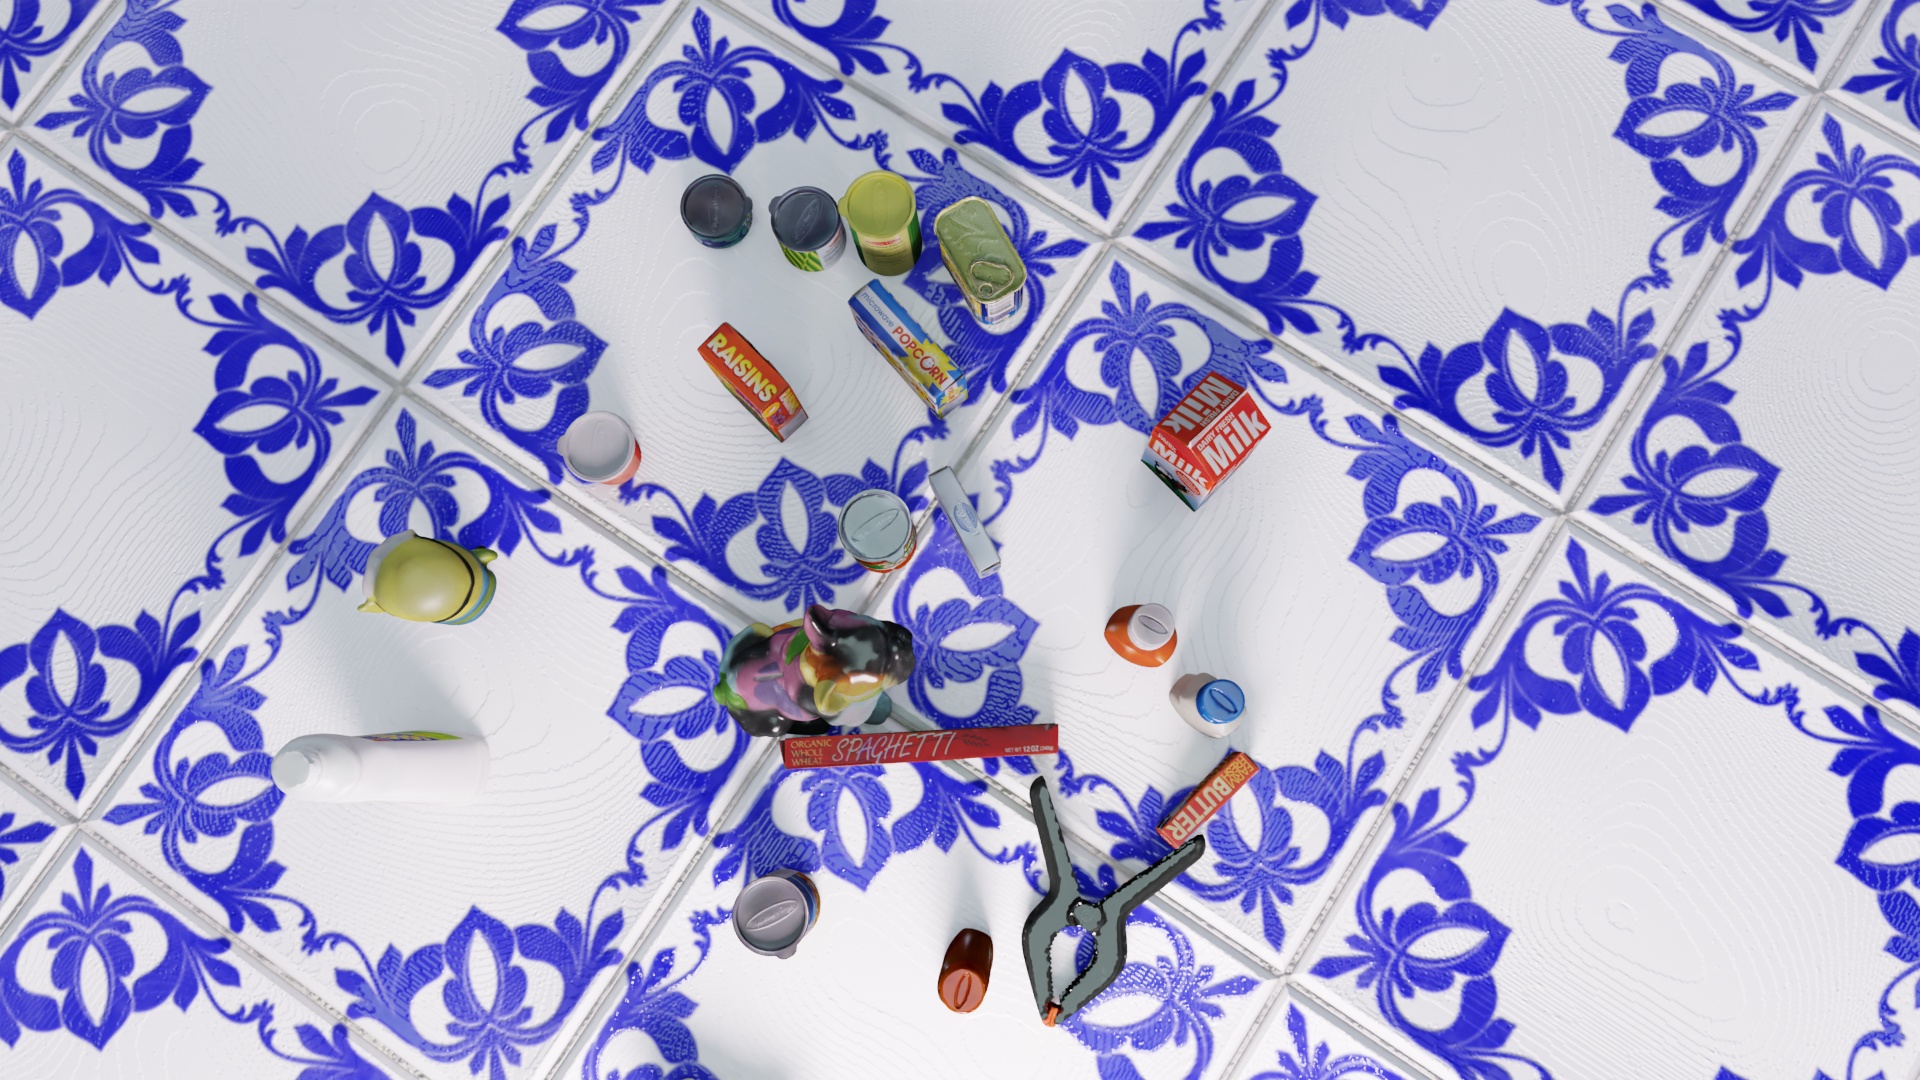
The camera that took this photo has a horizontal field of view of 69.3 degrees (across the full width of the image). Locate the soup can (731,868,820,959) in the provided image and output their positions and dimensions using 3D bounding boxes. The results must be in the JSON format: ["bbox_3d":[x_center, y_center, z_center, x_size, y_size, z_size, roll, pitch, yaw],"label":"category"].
[{"bbox_3d":[-0.159,0.328,1.221,0.071,0.083,0.071,0,81,2],"label":"soup can"}]

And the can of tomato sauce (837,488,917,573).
[{"bbox_3d":[-0.073,-0.006,1.274,0.071,0.083,0.071,0,81,2],"label":"can of tomato sauce"}]

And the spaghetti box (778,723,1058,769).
[{"bbox_3d":[-0.036,0.186,1.257,0.250,0.050,0.029,-4,81,1],"label":"spaghetti box"}]

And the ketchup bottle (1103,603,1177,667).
[{"bbox_3d":[0.161,0.082,1.218,0.065,0.148,0.043,30,83,6],"label":"ketchup bottle"}]

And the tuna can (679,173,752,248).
[{"bbox_3d":[-0.235,-0.321,1.357,0.071,0.033,0.071,0,81,2],"label":"tuna can"}]

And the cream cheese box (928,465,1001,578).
[{"bbox_3d":[0.005,-0.016,1.288,0.024,0.053,0.104,-28,81,-2],"label":"cream cheese box"}]

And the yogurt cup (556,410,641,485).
[{"bbox_3d":[-0.335,-0.084,1.310,0.072,0.054,0.072,0,81,2],"label":"yogurt cup"}]

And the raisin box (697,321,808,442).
[{"bbox_3d":[-0.189,-0.144,1.280,0.040,0.123,0.086,-44,82,-5],"label":"raisin box"}]

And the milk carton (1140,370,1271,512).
[{"bbox_3d":[0.216,-0.088,1.224,0.072,0.190,0.073,-44,82,-5],"label":"milk carton"}]

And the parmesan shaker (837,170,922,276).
[{"bbox_3d":[-0.074,-0.298,1.313,0.071,0.103,0.071,0,81,2],"label":"parmesan shaker"}]

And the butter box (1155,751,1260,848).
[{"bbox_3d":[0.219,0.231,1.240,0.103,0.053,0.024,-43,82,-5],"label":"butter box"}]

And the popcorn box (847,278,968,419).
[{"bbox_3d":[-0.048,-0.178,1.301,0.038,0.085,0.127,-41,82,-4],"label":"popcorn box"}]

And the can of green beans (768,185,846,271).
[{"bbox_3d":[-0.145,-0.299,1.338,0.071,0.057,0.071,0,81,2],"label":"can of green beans"}]

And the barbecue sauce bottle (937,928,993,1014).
[{"bbox_3d":[0.004,0.369,1.176,0.044,0.148,0.065,18,82,5],"label":"barbecue sauce bottle"}]

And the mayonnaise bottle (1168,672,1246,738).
[{"bbox_3d":[0.218,0.142,1.207,0.065,0.148,0.041,41,85,7],"label":"mayonnaise bottle"}]
